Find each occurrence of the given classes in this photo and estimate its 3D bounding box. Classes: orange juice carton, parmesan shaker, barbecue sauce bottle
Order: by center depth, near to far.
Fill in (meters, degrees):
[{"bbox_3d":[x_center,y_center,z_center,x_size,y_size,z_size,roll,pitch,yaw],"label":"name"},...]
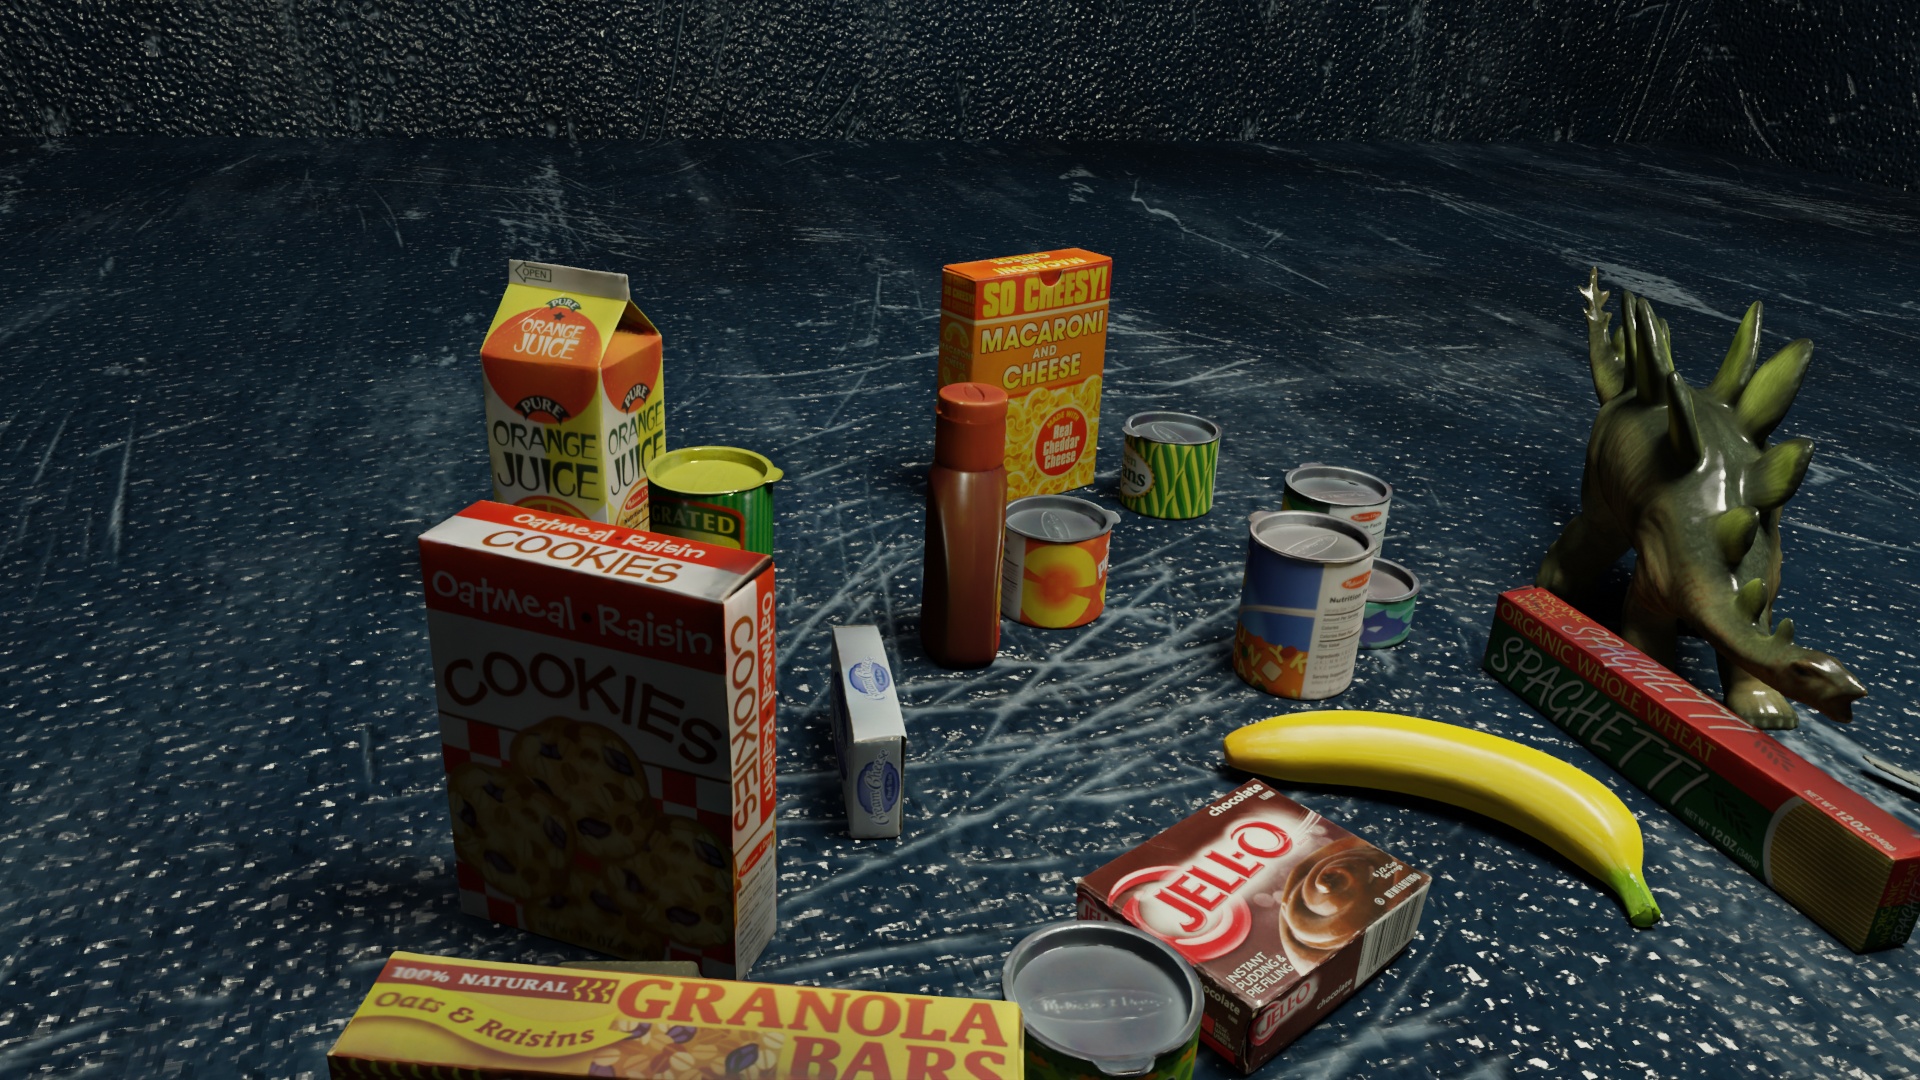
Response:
[{"bbox_3d":[-0.131,0.009,0.746,0.071,0.102,0.071,3,24,-1],"label":"parmesan shaker"},{"bbox_3d":[0.003,-0.009,0.748,0.044,0.147,0.065,-1,24,-10],"label":"barbecue sauce bottle"},{"bbox_3d":[-0.214,-0.059,0.779,0.072,0.191,0.073,9,25,13],"label":"orange juice carton"}]

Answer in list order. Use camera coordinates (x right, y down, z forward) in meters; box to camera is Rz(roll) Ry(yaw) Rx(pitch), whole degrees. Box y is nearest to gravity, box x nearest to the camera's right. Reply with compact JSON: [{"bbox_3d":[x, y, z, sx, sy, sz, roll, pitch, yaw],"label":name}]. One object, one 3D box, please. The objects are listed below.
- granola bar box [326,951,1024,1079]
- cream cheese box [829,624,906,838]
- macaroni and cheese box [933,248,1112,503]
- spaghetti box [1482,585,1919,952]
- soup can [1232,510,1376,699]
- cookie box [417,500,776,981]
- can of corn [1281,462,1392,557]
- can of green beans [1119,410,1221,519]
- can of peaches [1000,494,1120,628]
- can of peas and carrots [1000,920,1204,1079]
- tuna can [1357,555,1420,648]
[{"bbox_3d":[-0.069,0.173,0.364,0.166,0.123,0.039,4,24,2],"label":"granola bar box"},{"bbox_3d":[-0.044,0.087,0.645,0.024,0.053,0.104,-2,25,-10],"label":"cream cheese box"},{"bbox_3d":[0.043,-0.109,0.951,0.124,0.165,0.040,-16,30,-37],"label":"macaroni and cheese box"},{"bbox_3d":[0.344,0.097,0.671,0.029,0.050,0.251,-5,26,-18],"label":"spaghetti box"},{"bbox_3d":[0.183,0.033,0.753,0.071,0.083,0.071,3,24,-1],"label":"soup can"},{"bbox_3d":[-0.132,0.076,0.520,0.123,0.166,0.040,10,25,16],"label":"cookie box"},{"bbox_3d":[0.236,-0.010,0.887,0.071,0.058,0.071,3,24,-1],"label":"can of corn"},{"bbox_3d":[0.146,-0.053,0.971,0.071,0.057,0.071,3,24,-1],"label":"can of green beans"},{"bbox_3d":[0.056,0.012,0.816,0.071,0.057,0.071,3,24,-1],"label":"can of peaches"},{"bbox_3d":[0.045,0.172,0.461,0.071,0.058,0.071,3,24,-1],"label":"can of peas and carrots"},{"bbox_3d":[0.231,0.035,0.816,0.071,0.032,0.071,3,24,-1],"label":"tuna can"}]
